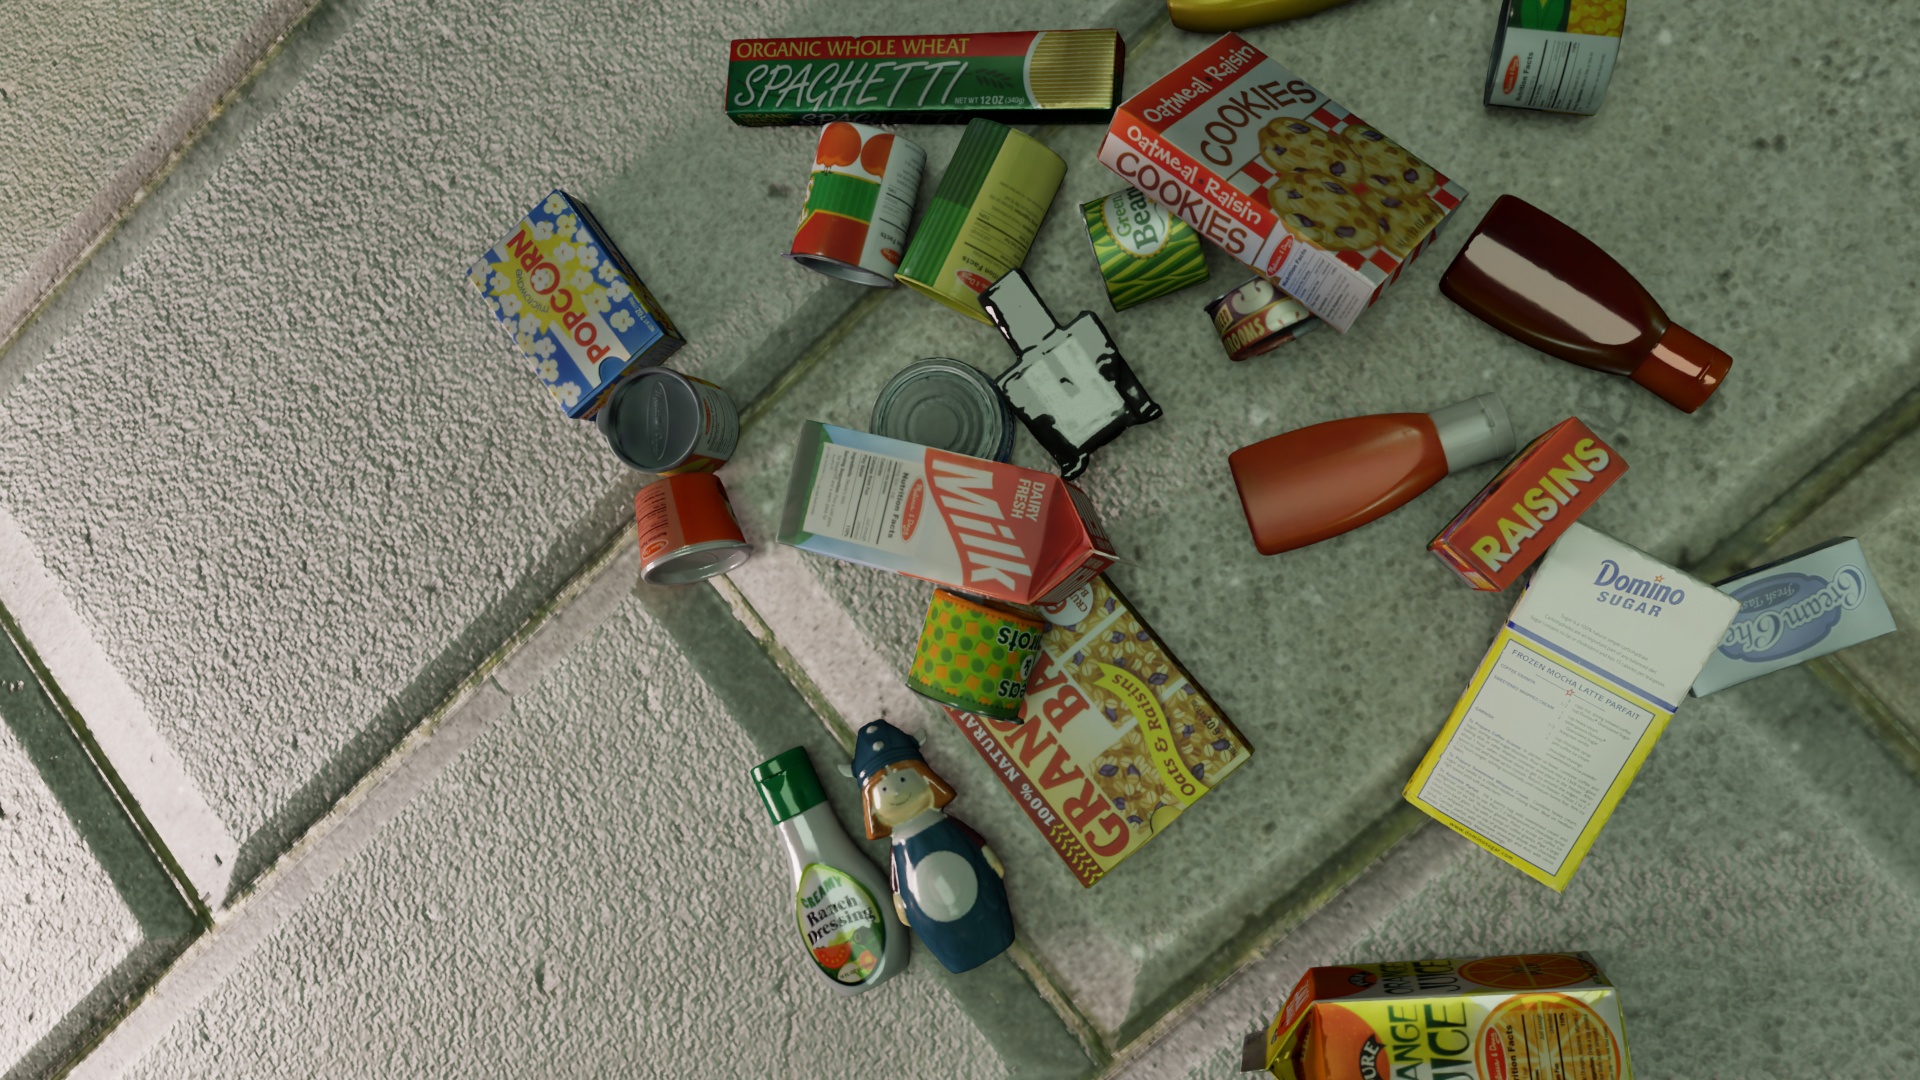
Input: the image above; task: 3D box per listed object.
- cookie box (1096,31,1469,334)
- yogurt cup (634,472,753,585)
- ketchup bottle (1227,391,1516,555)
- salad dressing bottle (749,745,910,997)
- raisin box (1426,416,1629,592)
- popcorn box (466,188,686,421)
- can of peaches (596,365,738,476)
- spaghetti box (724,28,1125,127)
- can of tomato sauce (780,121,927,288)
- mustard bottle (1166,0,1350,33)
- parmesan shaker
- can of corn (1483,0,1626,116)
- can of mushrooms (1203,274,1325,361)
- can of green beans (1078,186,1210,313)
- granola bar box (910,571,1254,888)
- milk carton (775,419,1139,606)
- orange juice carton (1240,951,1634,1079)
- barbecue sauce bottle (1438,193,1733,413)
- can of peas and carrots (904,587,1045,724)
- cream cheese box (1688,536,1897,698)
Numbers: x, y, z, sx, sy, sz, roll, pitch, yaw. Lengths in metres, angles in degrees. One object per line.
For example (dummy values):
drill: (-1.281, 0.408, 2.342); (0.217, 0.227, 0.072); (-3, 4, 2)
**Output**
cookie box: (0.176, -0.199, 0.760); (0.167, 0.040, 0.123); (39, 53, 12)
yogurt cup: (-0.169, -0.008, 0.862); (0.072, 0.072, 0.054); (-20, 75, 12)
ketchup bottle: (0.229, -0.042, 0.774); (0.149, 0.043, 0.065); (-18, 71, 12)
salad dressing bottle: (-0.081, 0.198, 0.841); (0.064, 0.044, 0.148); (-28, 81, 12)
raisin box: (0.288, -0.016, 0.718); (0.040, 0.123, 0.086); (45, 99, 11)
popcorn box: (-0.250, -0.152, 0.901); (0.085, 0.038, 0.127); (-39, 79, 8)
can of peaches: (-0.182, -0.073, 0.870); (0.071, 0.058, 0.071); (0, 88, 14)
spaghetti box: (-0.026, -0.283, 0.856); (0.250, 0.028, 0.050); (4, 88, 14)
can of tomato sauce: (-0.064, -0.203, 0.842); (0.071, 0.071, 0.083); (15, 91, 14)
mustard bottle: (0.198, -0.331, 0.792); (0.160, 0.049, 0.065); (-3, 88, 13)
parmesan shaker: (0.015, -0.188, 0.825); (0.071, 0.071, 0.103); (27, 93, 13)
can of corn: (0.321, -0.268, 0.751); (0.058, 0.071, 0.071); (11, 91, 14)
can of mushrooms: (0.173, -0.128, 0.779); (0.071, 0.071, 0.033); (-24, 84, 12)
can of green beans: (0.107, -0.171, 0.798); (0.058, 0.071, 0.071); (-18, 84, 13)
granola bar box: (0.070, 0.098, 0.810); (0.124, 0.039, 0.166); (-41, 79, 9)
milk carton: (0.003, -0.010, 0.776); (0.191, 0.072, 0.073); (13, 90, 16)
orange juice carton: (0.247, 0.269, 0.742); (0.192, 0.072, 0.073); (-8, 86, 13)
barbecue sauce bottle: (0.339, -0.124, 0.751); (0.149, 0.044, 0.065); (36, 96, 12)
can of peas and carrots: (0.011, 0.063, 0.771); (0.071, 0.071, 0.058); (17, 92, 14)
cream cheese box: (0.426, 0.041, 0.732); (0.104, 0.024, 0.053); (-23, 84, 12)
